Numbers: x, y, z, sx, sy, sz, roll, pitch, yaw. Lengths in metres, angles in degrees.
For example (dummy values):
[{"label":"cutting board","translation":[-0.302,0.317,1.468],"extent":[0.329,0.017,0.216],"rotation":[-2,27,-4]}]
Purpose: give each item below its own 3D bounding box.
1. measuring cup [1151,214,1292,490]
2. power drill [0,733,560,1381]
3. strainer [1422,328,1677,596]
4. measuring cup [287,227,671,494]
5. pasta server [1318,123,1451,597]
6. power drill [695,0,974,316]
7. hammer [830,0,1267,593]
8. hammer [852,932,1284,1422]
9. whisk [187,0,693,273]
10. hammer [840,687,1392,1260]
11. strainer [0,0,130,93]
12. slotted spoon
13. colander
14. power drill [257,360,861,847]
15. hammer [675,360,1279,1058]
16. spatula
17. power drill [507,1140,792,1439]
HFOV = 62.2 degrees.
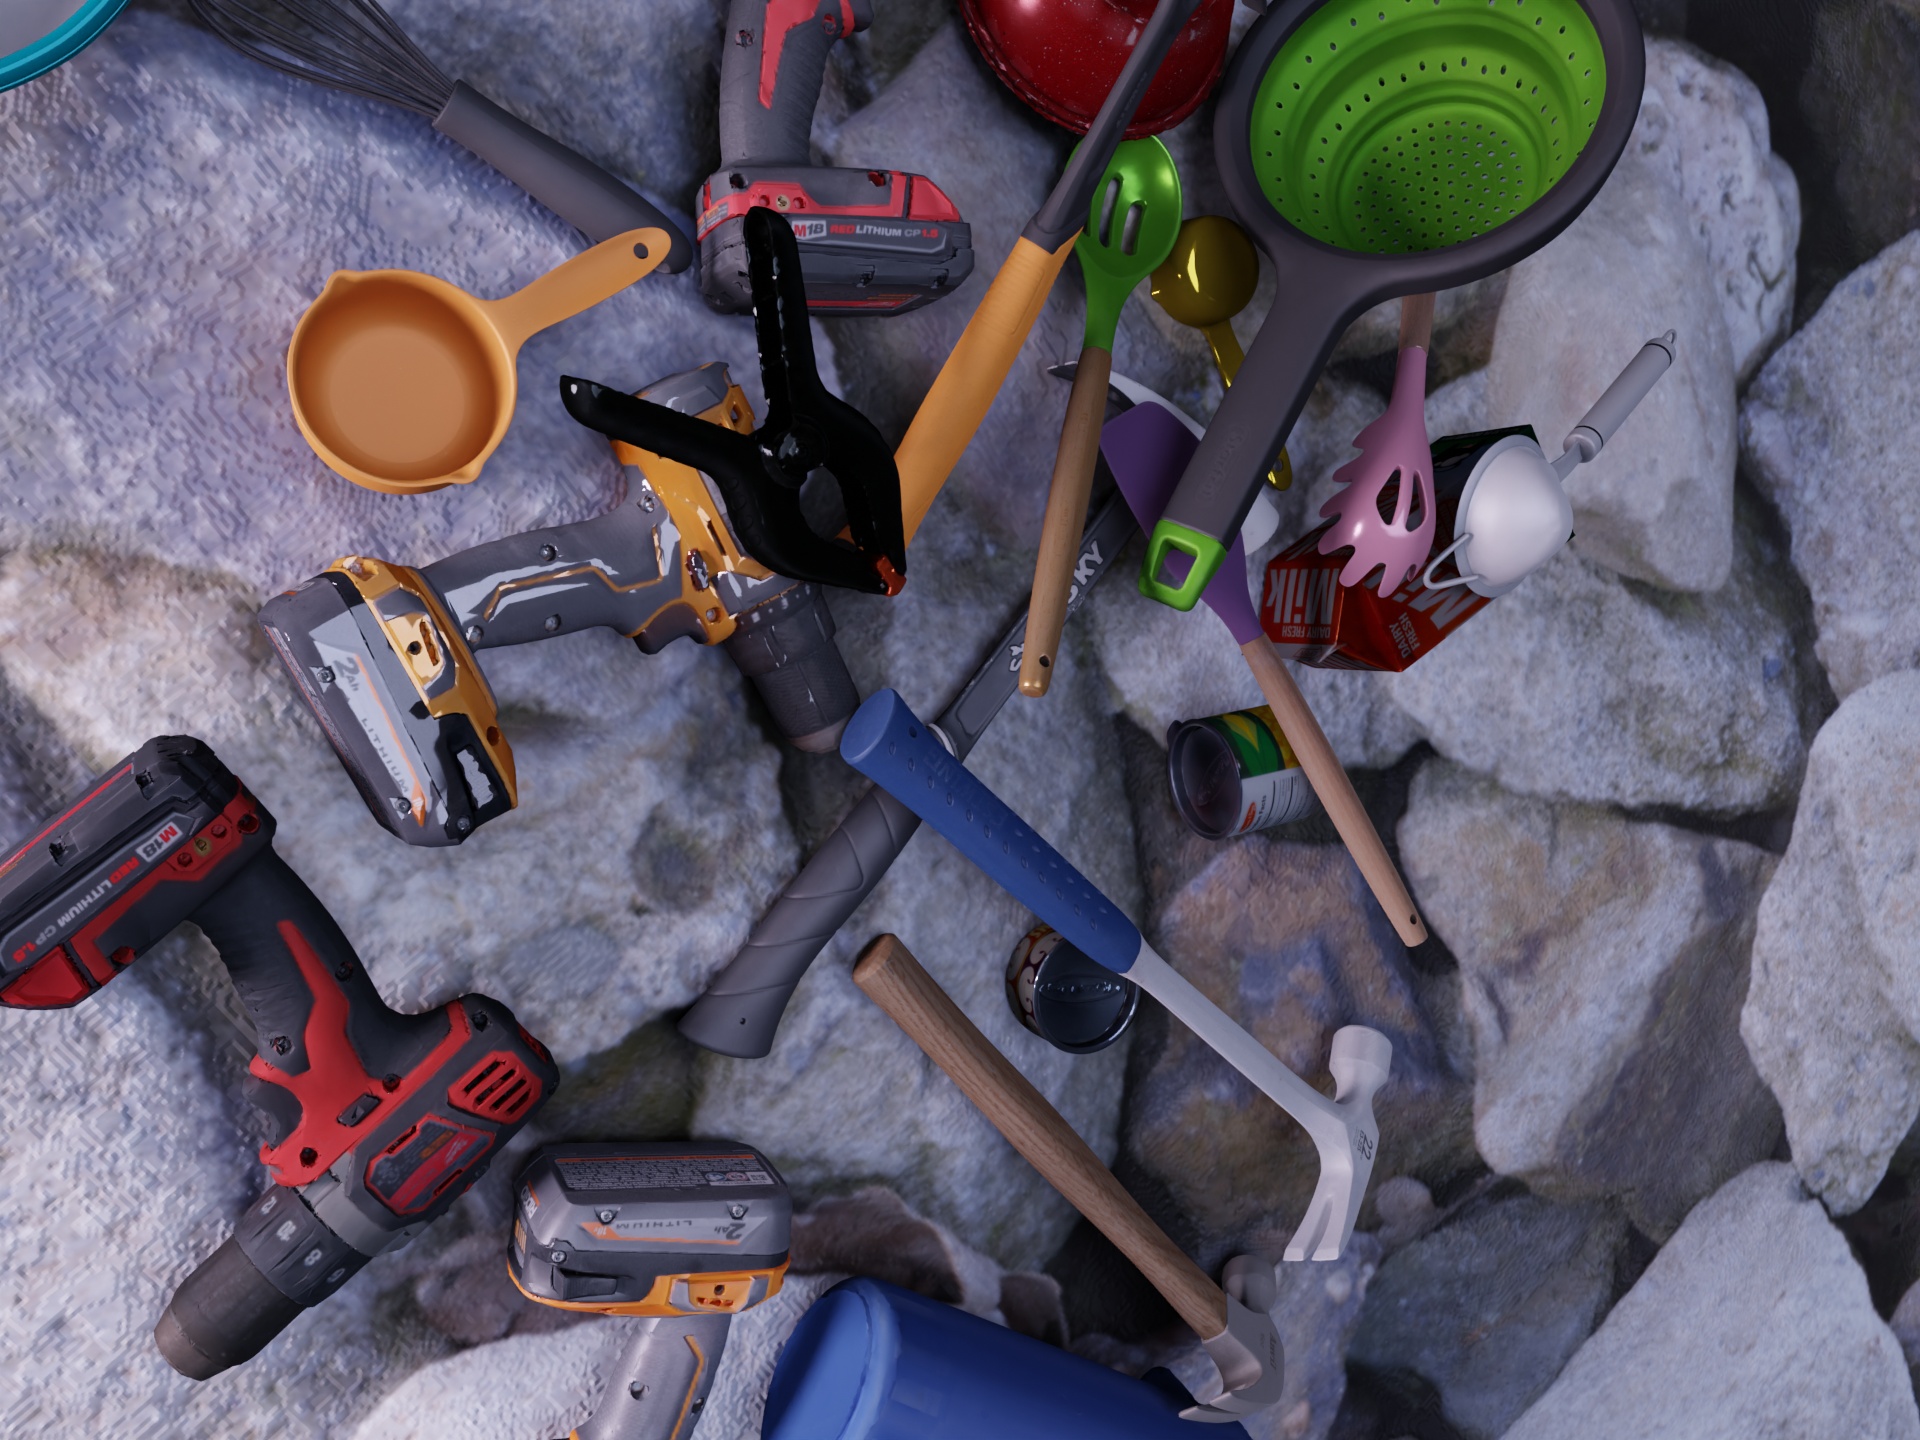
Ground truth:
[{"label":"measuring cup","translation":[0.153,-0.196,0.855],"extent":[0.062,0.029,0.156],"rotation":[-31,104,-20]},{"label":"power drill","translation":[-0.299,0.139,0.643],"extent":[0.188,0.080,0.226],"rotation":[-44,114,-16]},{"label":"strainer","translation":[0.338,-0.147,0.868],"extent":[0.258,0.050,0.086],"rotation":[-44,127,-28]},{"label":"measuring cup","translation":[-0.200,-0.160,0.674],"extent":[0.173,0.052,0.095],"rotation":[-36,104,-21]},{"label":"pasta server","translation":[0.243,-0.216,0.860],"extent":[0.060,0.040,0.316],"rotation":[16,68,-9]},{"label":"power drill","translation":[-0.059,-0.301,0.721],"extent":[0.143,0.078,0.219],"rotation":[-6,94,-26]},{"label":"hammer","translation":[0.033,-0.206,0.731],"extent":[0.034,0.127,0.337],"rotation":[34,106,11]},{"label":"hammer","translation":[0.061,0.236,0.821],"extent":[0.031,0.130,0.331],"rotation":[-36,105,21]},{"label":"whisk","translation":[-0.215,-0.256,0.666],"extent":[0.238,0.055,0.055],"rotation":[28,82,-30]},{"label":"hammer","translation":[0.091,0.128,0.803],"extent":[0.405,0.035,0.144],"rotation":[42,49,-26]},{"label":"strainer","translation":[-0.424,-0.258,0.535],"extent":[0.210,0.095,0.340],"rotation":[44,78,-20]},{"label":"slotted spoon","translation":[0.060,-0.156,0.769],"extent":[0.070,0.031,0.314],"rotation":[20,67,-21]},{"label":"colander","translation":[0.202,-0.223,0.810],"extent":[0.397,0.205,0.094],"rotation":[-62,153,-4]},{"label":"power drill","translation":[-0.157,-0.030,0.695],"extent":[0.226,0.084,0.185],"rotation":[-33,110,-24]},{"label":"hammer","translation":[-0.001,-0.003,0.796],"extent":[0.149,0.036,0.409],"rotation":[43,76,-21]},{"label":"spatula","translation":[0.164,-0.021,0.819],"extent":[0.060,0.018,0.316],"rotation":[-32,96,-25]},{"label":"power drill","translation":[-0.166,0.312,0.719],"extent":[0.164,0.084,0.226],"rotation":[6,96,-26]}]
